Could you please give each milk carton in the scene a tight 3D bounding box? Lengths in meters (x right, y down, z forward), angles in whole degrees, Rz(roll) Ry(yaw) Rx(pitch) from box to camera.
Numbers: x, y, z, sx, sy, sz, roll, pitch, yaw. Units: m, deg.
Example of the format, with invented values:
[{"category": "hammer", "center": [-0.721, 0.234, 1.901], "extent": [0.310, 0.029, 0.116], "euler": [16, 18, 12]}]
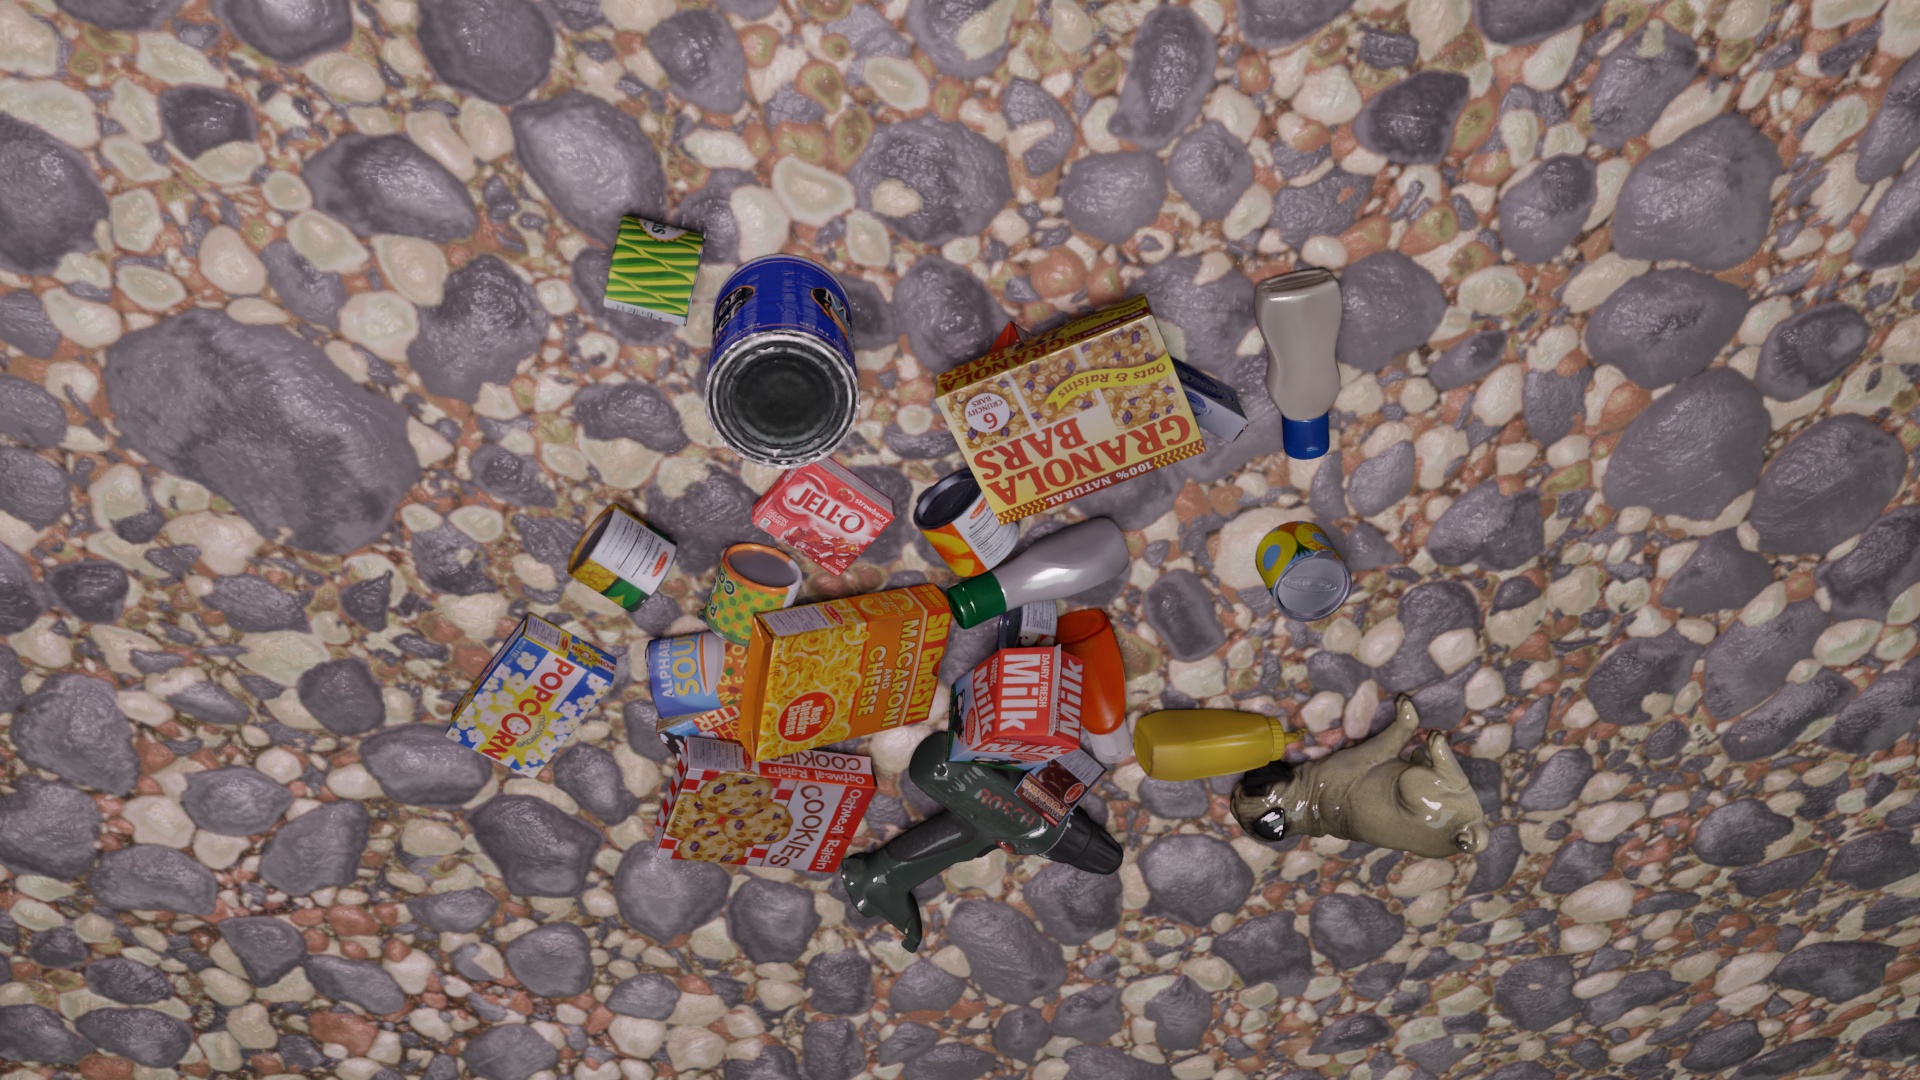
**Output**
[{"category": "milk carton", "center": [0.048, 0.138, 1.131], "extent": [0.073, 0.072, 0.190], "euler": [9, 160, -13]}]

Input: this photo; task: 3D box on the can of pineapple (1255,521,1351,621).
[{"category": "can of pineapple", "center": [0.287, 0.024, 1.164], "extent": [0.071, 0.058, 0.070], "euler": [-4, 122, -6]}]

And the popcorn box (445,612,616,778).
[{"category": "popcorn box", "center": [-0.357, 0.130, 1.156], "extent": [0.085, 0.038, 0.126], "euler": [33, 112, -24]}]

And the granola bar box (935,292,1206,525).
[{"category": "granola bar box", "center": [0.081, -0.094, 1.020], "extent": [0.165, 0.039, 0.123], "euler": [-20, 122, 13]}]

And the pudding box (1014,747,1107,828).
[{"category": "pudding box", "center": [0.089, 0.213, 1.230], "extent": [0.050, 0.084, 0.030], "euler": [39, 121, 13]}]

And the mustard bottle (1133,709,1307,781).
[{"category": "mustard bottle", "center": [0.239, 0.182, 1.252], "extent": [0.160, 0.065, 0.048], "euler": [-1, 117, -11]}]

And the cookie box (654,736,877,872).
[{"category": "cookie box", "center": [-0.173, 0.236, 1.226], "extent": [0.167, 0.040, 0.122], "euler": [10, 127, -21]}]

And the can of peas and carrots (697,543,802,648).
[{"category": "can of peas and carrots", "center": [-0.168, 0.043, 1.111], "extent": [0.071, 0.071, 0.058], "euler": [15, 117, -16]}]

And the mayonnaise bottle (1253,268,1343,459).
[{"category": "mayonnaise bottle", "center": [0.264, -0.134, 1.076], "extent": [0.065, 0.041, 0.147], "euler": [-11, 123, 2]}]

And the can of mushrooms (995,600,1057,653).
[{"category": "can of mushrooms", "center": [0.055, 0.074, 1.160], "extent": [0.033, 0.071, 0.070], "euler": [9, 120, -14]}]

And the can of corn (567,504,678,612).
[{"category": "can of corn", "center": [-0.265, 0.014, 1.083], "extent": [0.058, 0.071, 0.071], "euler": [36, 111, -24]}]

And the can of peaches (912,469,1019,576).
[{"category": "can of peaches", "center": [0.004, -0.014, 1.101], "extent": [0.071, 0.071, 0.058], "euler": [-31, 120, 12]}]

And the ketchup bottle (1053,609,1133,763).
[{"category": "ketchup bottle", "center": [0.117, 0.131, 1.215], "extent": [0.065, 0.044, 0.148], "euler": [-18, 122, 4]}]

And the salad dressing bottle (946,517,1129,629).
[{"category": "salad dressing bottle", "center": [0.062, 0.028, 1.119], "extent": [0.148, 0.064, 0.043], "euler": [-22, 122, -14]}]

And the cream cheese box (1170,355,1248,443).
[{"category": "cream cheese box", "center": [0.169, -0.117, 1.066], "extent": [0.104, 0.053, 0.024], "euler": [24, 120, -20]}]

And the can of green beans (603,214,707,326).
[{"category": "can of green beans", "center": [-0.212, -0.188, 0.965], "extent": [0.058, 0.071, 0.071], "euler": [13, 119, -14]}]

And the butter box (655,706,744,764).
[{"category": "butter box", "center": [-0.205, 0.158, 1.201], "extent": [0.103, 0.024, 0.053], "euler": [-24, 122, 7]}]

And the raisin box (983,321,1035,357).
[{"category": "raisin box", "center": [0.065, -0.100, 1.071], "extent": [0.123, 0.040, 0.086], "euler": [29, 113, -23]}]

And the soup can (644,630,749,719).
[{"category": "soup can", "center": [-0.210, 0.106, 1.143], "extent": [0.084, 0.071, 0.071], "euler": [-9, 122, -2]}]

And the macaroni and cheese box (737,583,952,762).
[{"category": "macaroni and cheese box", "center": [-0.093, 0.107, 1.136], "extent": [0.167, 0.040, 0.123], "euler": [-9, 126, -32]}]
